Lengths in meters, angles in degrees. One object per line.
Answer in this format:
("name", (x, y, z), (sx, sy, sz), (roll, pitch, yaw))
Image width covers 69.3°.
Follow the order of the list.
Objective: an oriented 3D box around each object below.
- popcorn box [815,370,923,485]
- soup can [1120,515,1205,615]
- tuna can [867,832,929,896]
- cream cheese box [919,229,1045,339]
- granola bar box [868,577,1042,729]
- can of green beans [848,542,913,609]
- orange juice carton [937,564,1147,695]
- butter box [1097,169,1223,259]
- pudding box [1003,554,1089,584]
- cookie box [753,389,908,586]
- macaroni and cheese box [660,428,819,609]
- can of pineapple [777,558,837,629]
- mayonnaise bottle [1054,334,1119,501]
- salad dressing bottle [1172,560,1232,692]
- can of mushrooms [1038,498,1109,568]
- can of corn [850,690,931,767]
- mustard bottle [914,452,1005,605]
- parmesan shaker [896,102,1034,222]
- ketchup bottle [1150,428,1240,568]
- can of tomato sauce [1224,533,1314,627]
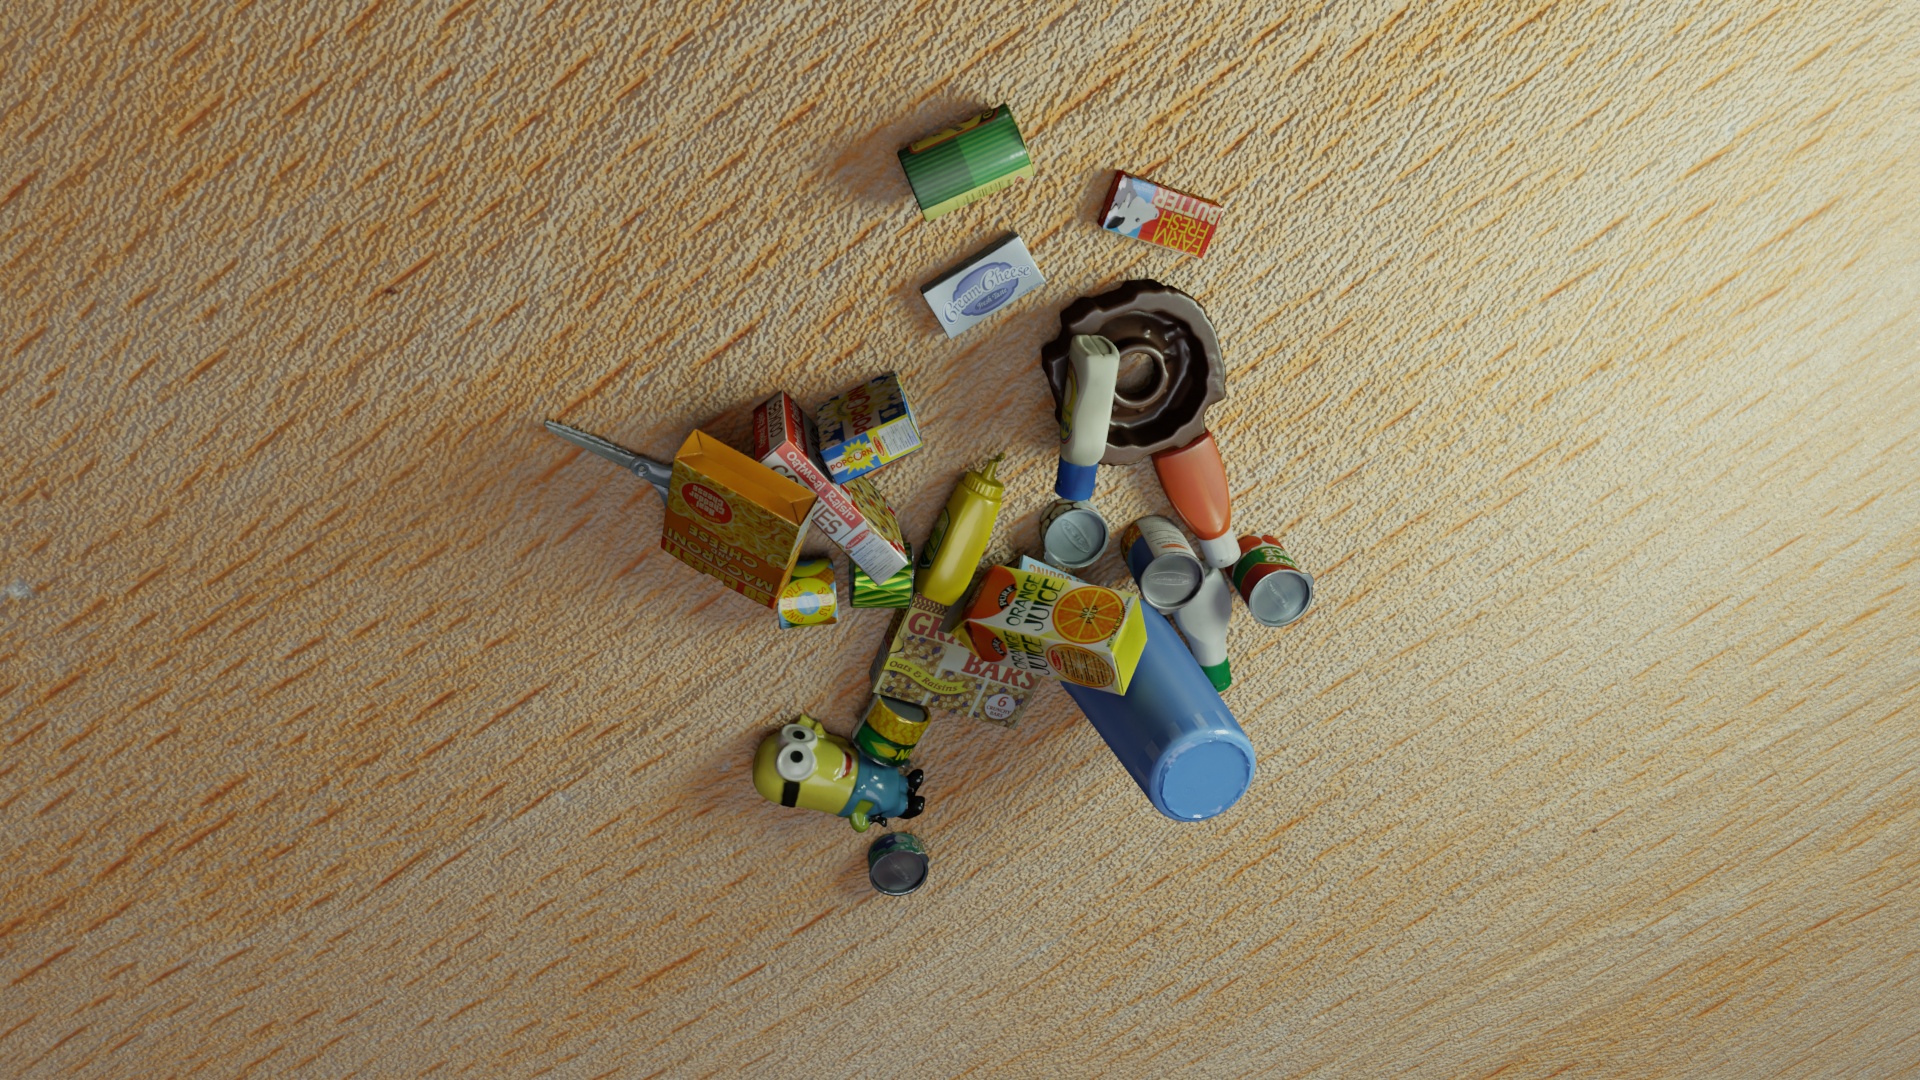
("popcorn box", (-0.084, -0.104, 1.260), (0.085, 0.127, 0.038), (-25, 115, 3))
("soup can", (0.201, 0.024, 1.396), (0.071, 0.084, 0.071), (-4, 117, -7))
("tuna can", (-0.068, 0.360, 1.550), (0.071, 0.033, 0.070), (-4, 117, -7))
("cream cheese box", (0.020, -0.234, 1.270), (0.104, 0.024, 0.053), (-31, 116, 6))
("granola bar box", (0.004, 0.119, 1.437), (0.165, 0.039, 0.123), (17, 112, -17))
("can of green beans", (-0.079, 0.034, 1.365), (0.058, 0.071, 0.071), (1, 117, -9))
("orange juice carton", (0.076, 0.082, 1.343), (0.193, 0.072, 0.072), (12, 144, 24))
("butter box", (0.182, -0.296, 1.264), (0.103, 0.024, 0.053), (13, 114, -15))
("pudding box", (0.082, 0.048, 1.407), (0.084, 0.030, 0.049), (24, 151, -20))
("cookie box", (-0.123, -0.049, 1.283), (0.040, 0.123, 0.167), (-38, 116, 10))
("macaroni and cheese box", (-0.203, -0.015, 1.247), (0.124, 0.040, 0.165), (29, 147, 0))
("can of pineapple", (-0.151, 0.053, 1.360), (0.058, 0.071, 0.070), (-5, 118, -7))
("mayonnaise bottle", (0.113, -0.109, 1.264), (0.041, 0.065, 0.147), (1, 118, -11))
("salad dressing bottle", (0.258, 0.093, 1.464), (0.064, 0.044, 0.147), (-18, 119, -6))
("can of mushrooms", (0.111, -0.007, 1.394), (0.071, 0.033, 0.070), (-4, 118, -8))
("can of corn", (-0.070, 0.194, 1.446), (0.071, 0.071, 0.058), (24, 110, -20))
("mustard bottle", (0.005, -0.017, 1.358), (0.049, 0.065, 0.159), (20, 105, -18))
("parmesan shaker", (0.004, -0.325, 1.194), (0.103, 0.071, 0.071), (-23, 118, 3))
("ketchup bottle", (0.242, -0.040, 1.393), (0.065, 0.044, 0.148), (-24, 118, 4))
("can of tomato sauce", (0.315, 0.038, 1.422), (0.071, 0.083, 0.070), (-4, 117, -7))
